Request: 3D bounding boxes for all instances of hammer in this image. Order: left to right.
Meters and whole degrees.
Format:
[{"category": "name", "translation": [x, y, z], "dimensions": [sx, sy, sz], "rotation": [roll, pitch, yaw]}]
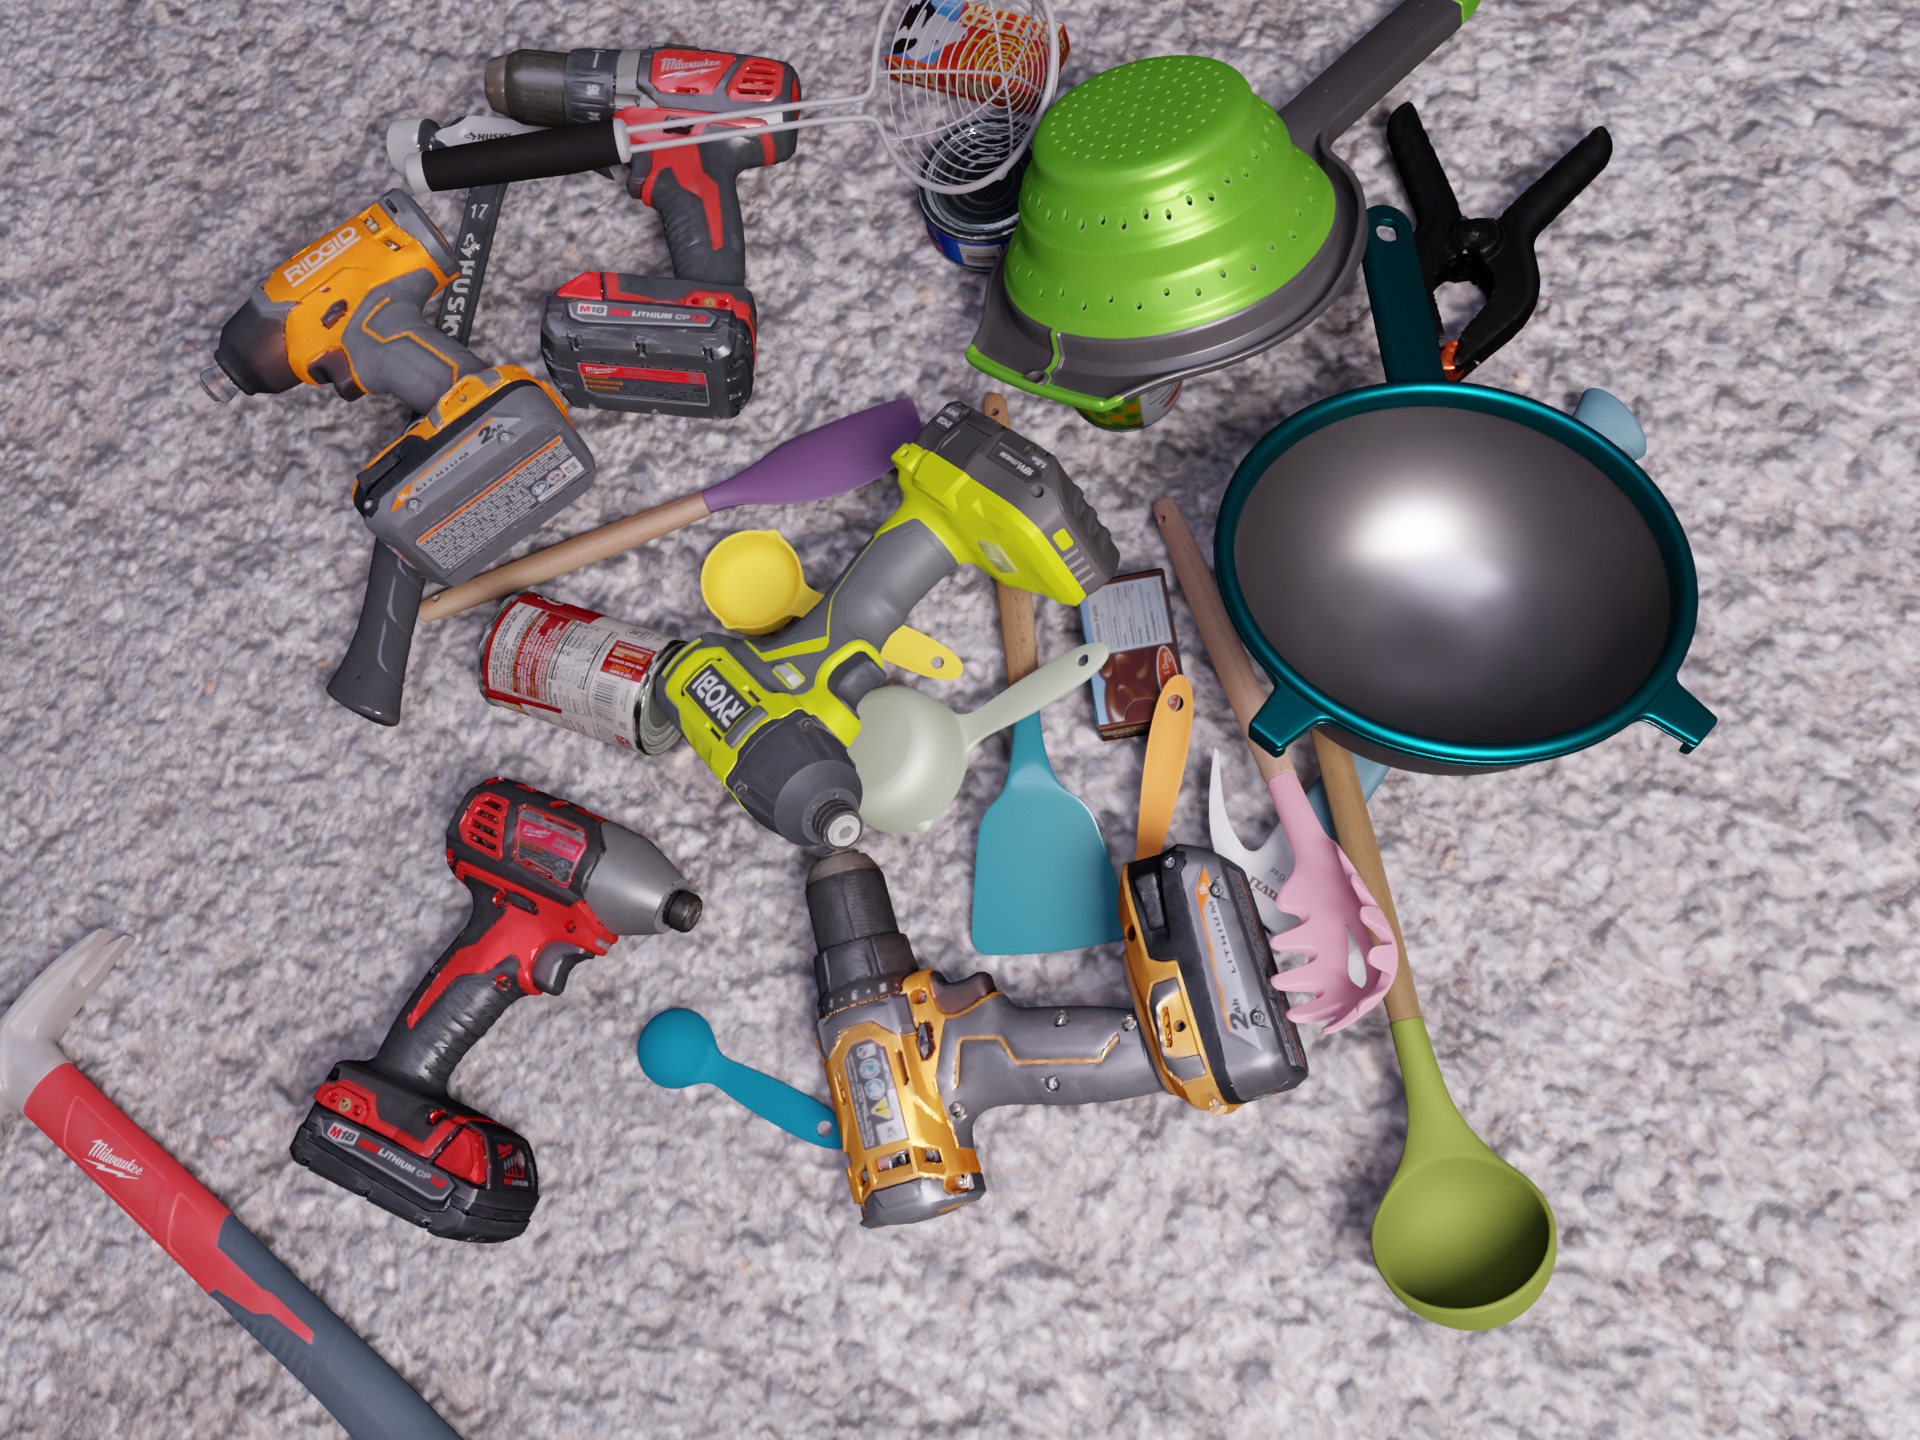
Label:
[{"category": "hammer", "translation": [-0.378, 0.269, 0.838], "dimensions": [0.386, 0.038, 0.143], "rotation": [33, 80, 18]}, {"category": "hammer", "translation": [-0.310, -0.191, 0.956], "dimensions": [0.149, 0.036, 0.409], "rotation": [2, 71, 11]}, {"category": "hammer", "translation": [0.244, -0.031, 0.808], "dimensions": [0.128, 0.033, 0.331], "rotation": [35, 83, 18]}]

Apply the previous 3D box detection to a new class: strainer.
[{"category": "strainer", "translation": [0.220, -0.105, 0.777], "dimensions": [0.211, 0.095, 0.341], "rotation": [-1, 57, 2]}]

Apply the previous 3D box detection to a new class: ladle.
[{"category": "ladle", "translation": [0.196, 0.110, 0.730], "dimensions": [0.078, 0.062, 0.320], "rotation": [-16, 71, 15]}]

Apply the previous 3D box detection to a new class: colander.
[{"category": "colander", "translation": [0.154, -0.325, 0.839], "dimensions": [0.205, 0.094, 0.397], "rotation": [30, 65, 38]}]

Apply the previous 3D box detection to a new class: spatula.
[{"category": "spatula", "translation": [-0.170, -0.116, 0.922], "dimensions": [0.316, 0.018, 0.060], "rotation": [-20, 53, 6]}, {"category": "spatula", "translation": [0.032, -0.035, 0.858], "dimensions": [0.082, 0.044, 0.318], "rotation": [-8, 67, 10]}]

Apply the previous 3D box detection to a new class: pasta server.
[{"category": "pasta server", "translation": [0.141, 0.006, 0.773], "dimensions": [0.060, 0.040, 0.317], "rotation": [-49, 44, 38]}]

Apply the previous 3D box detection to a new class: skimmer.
[{"category": "skimmer", "translation": [-0.129, -0.330, 0.858], "dimensions": [0.363, 0.090, 0.127], "rotation": [-8, 96, 1]}]

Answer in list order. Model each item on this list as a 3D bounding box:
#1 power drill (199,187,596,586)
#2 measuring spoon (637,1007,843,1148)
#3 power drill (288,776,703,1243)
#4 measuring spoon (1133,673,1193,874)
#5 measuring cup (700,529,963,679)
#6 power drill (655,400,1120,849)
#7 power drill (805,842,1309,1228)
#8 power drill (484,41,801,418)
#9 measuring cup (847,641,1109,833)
[{"category": "power drill", "translation": [-0.325, -0.184, 0.897], "dimensions": [0.164, 0.084, 0.227], "rotation": [-38, 66, -5]}, {"category": "measuring spoon", "translation": [-0.113, 0.187, 0.817], "dimensions": [0.129, 0.021, 0.042], "rotation": [23, 79, 18]}, {"category": "power drill", "translation": [-0.234, 0.149, 0.828], "dimensions": [0.143, 0.078, 0.220], "rotation": [20, 75, 16]}, {"category": "measuring spoon", "translation": [0.102, 0.034, 0.812], "dimensions": [0.021, 0.011, 0.117], "rotation": [10, 92, 3]}, {"category": "measuring cup", "translation": [-0.070, -0.055, 0.887], "dimensions": [0.156, 0.029, 0.062], "rotation": [24, 80, 5]}, {"category": "power drill", "translation": [-0.036, -0.043, 0.795], "dimensions": [0.223, 0.080, 0.171], "rotation": [-45, 41, -4]}, {"category": "power drill", "translation": [0.032, 0.127, 0.768], "dimensions": [0.226, 0.084, 0.185], "rotation": [-21, 72, 16]}, {"category": "power drill", "translation": [-0.195, -0.300, 0.937], "dimensions": [0.188, 0.080, 0.227], "rotation": [4, 72, -3]}, {"category": "measuring cup", "translation": [-0.001, -0.003, 0.816], "dimensions": [0.167, 0.038, 0.083], "rotation": [-30, 57, 23]}]
